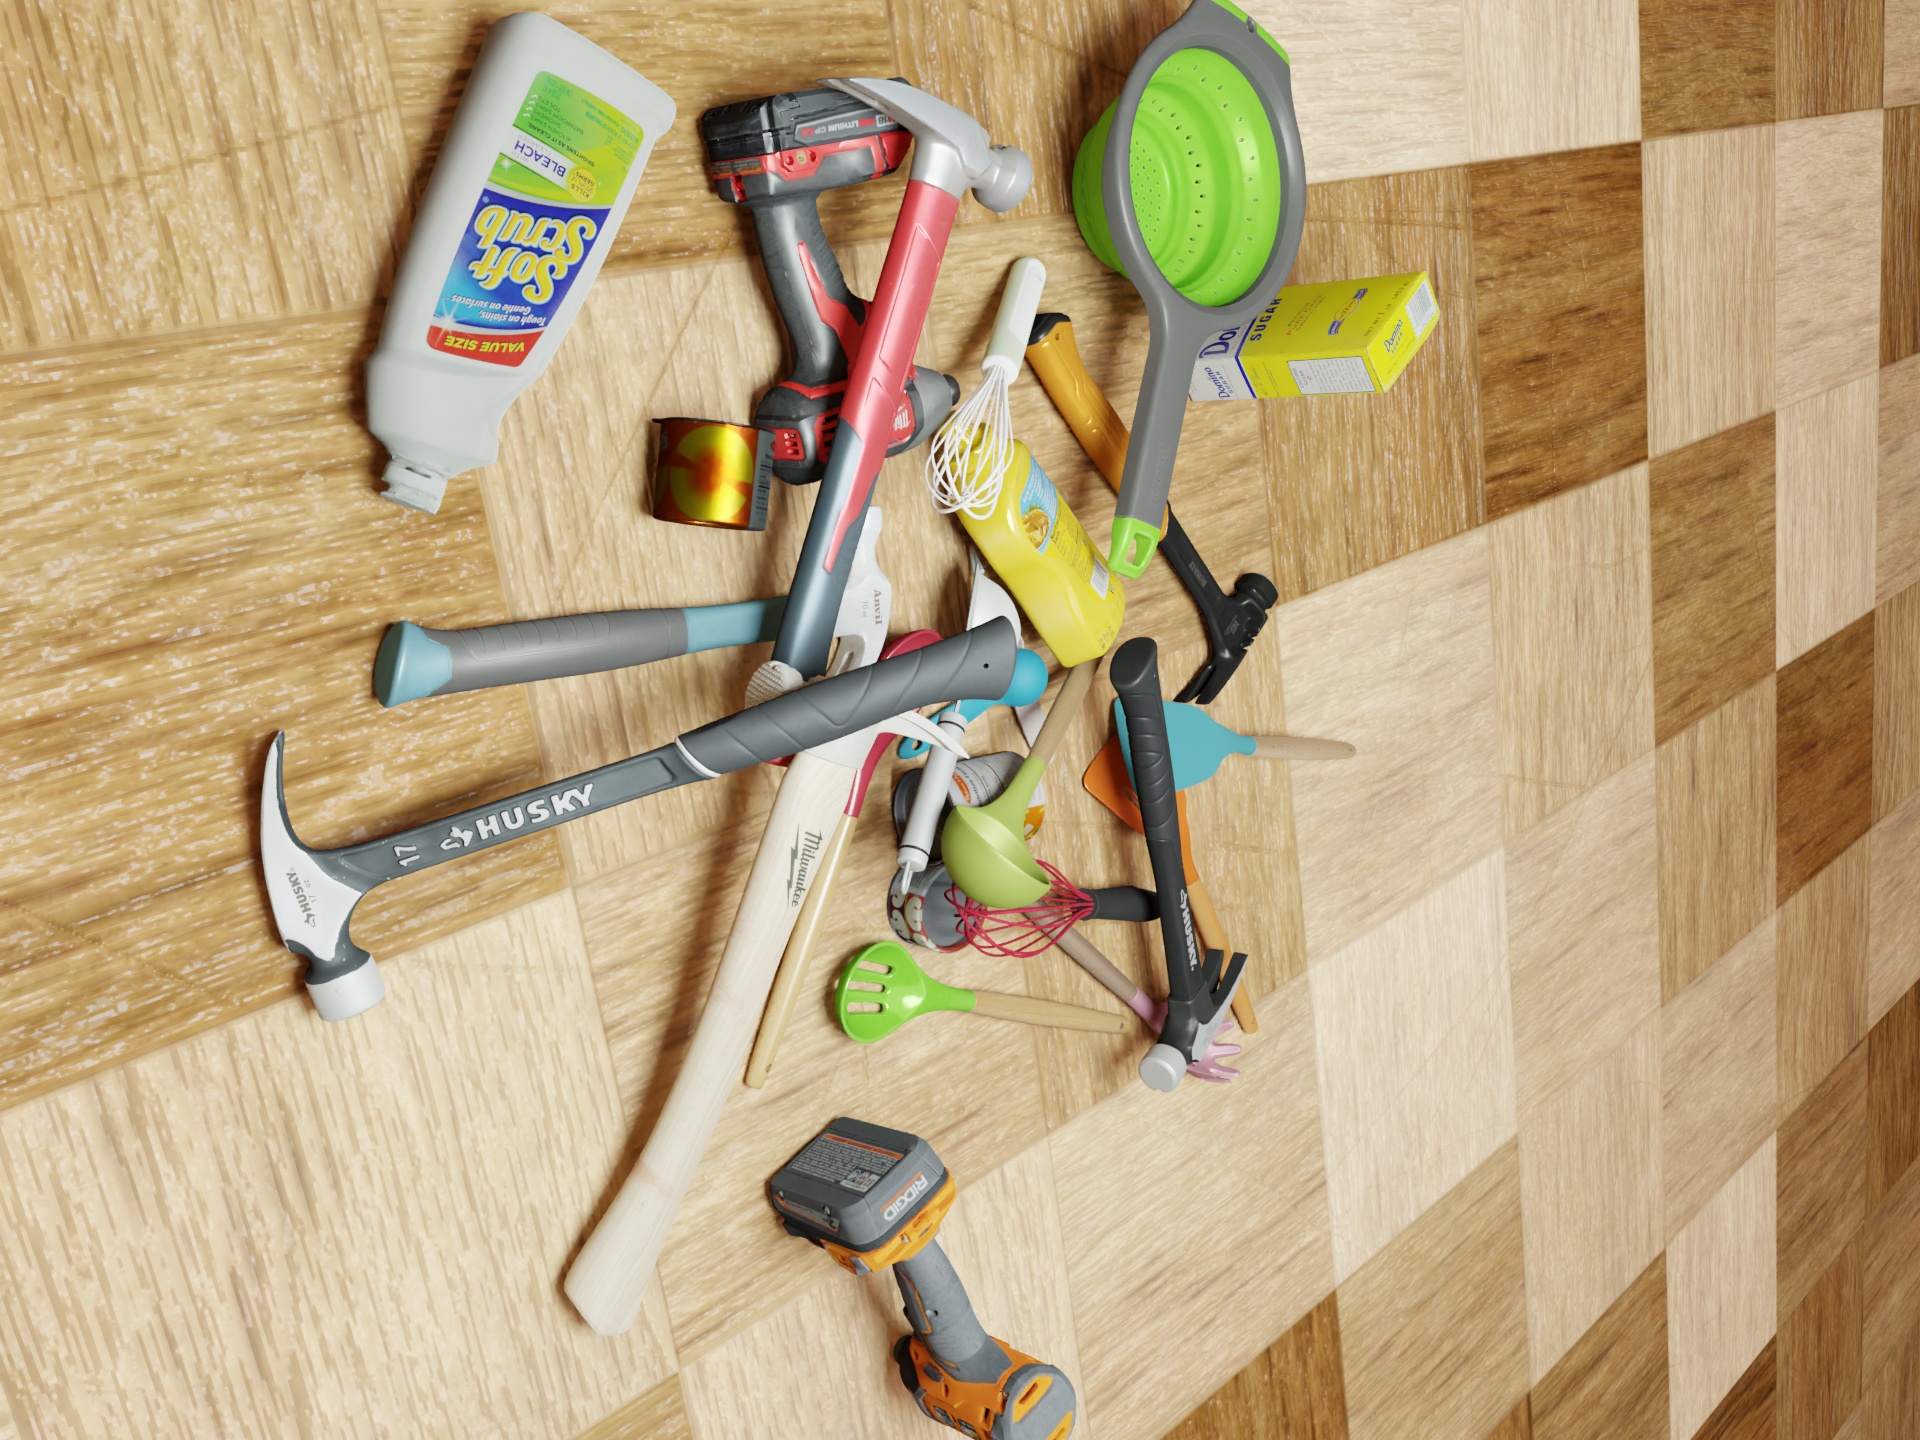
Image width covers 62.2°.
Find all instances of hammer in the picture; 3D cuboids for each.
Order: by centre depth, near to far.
[{"bbox_3d":[-0.160,0.021,0.839,0.409,0.036,0.149,-19,107,-11],"label":"hammer"},{"bbox_3d":[-0.069,-0.162,0.913,0.143,0.038,0.386,11,98,-44],"label":"hammer"},{"bbox_3d":[-0.175,-0.052,0.922,0.331,0.033,0.128,-11,103,-40],"label":"hammer"},{"bbox_3d":[-0.128,0.173,0.942,0.146,0.038,0.410,19,96,-39],"label":"hammer"},{"bbox_3d":[0.154,0.097,1.169,0.146,0.035,0.334,-40,126,-48],"label":"hammer"},{"bbox_3d":[0.132,-0.160,1.180,0.127,0.034,0.336,-55,128,-22],"label":"hammer"}]

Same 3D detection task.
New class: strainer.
[{"bbox_3d":[-0.002,-0.003,1.029,0.086,0.050,0.259,95,10,-62],"label":"strainer"}]

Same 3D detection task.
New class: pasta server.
[{"bbox_3d":[0.122,0.196,1.224,0.315,0.040,0.060,44,42,-35],"label":"pasta server"}]

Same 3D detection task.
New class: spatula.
[{"bbox_3d":[0.185,0.142,1.283,0.081,0.041,0.322,-47,128,-29],"label":"spatula"},{"bbox_3d":[0.239,0.023,1.301,0.317,0.044,0.082,4,69,-50],"label":"spatula"}]

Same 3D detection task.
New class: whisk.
[{"bbox_3d":[0.024,-0.219,1.018,0.057,0.059,0.247,41,45,-30],"label":"whisk"},{"bbox_3d":[0.079,0.130,1.131,0.295,0.073,0.073,10,90,-58],"label":"whisk"}]

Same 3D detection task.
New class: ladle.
[{"bbox_3d":[-0.080,0.086,1.032,0.069,0.031,0.315,29,79,-58],"label":"ladle"},{"bbox_3d":[0.066,0.007,1.071,0.078,0.062,0.320,39,44,-9],"label":"ladle"}]

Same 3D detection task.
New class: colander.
[{"bbox_3d":[0.129,-0.295,1.112,0.204,0.094,0.397,15,85,-43],"label":"colander"}]

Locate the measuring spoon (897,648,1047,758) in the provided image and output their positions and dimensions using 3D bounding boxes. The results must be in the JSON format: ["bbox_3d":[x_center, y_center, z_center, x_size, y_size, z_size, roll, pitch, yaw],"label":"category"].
[{"bbox_3d":[0.013,-0.006,1.092,0.128,0.021,0.042,-33,125,-23],"label":"measuring spoon"}]

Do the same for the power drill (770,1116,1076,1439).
[{"bbox_3d":[-0.032,0.376,1.051,0.084,0.164,0.226,-38,107,-31],"label":"power drill"}]

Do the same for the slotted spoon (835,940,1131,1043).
[{"bbox_3d":[0.022,0.206,1.144,0.313,0.031,0.070,18,85,-44],"label":"slotted spoon"}]

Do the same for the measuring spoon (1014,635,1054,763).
[{"bbox_3d":[0.041,-0.016,1.137,0.034,0.018,0.124,-38,127,-19],"label":"measuring spoon"}]

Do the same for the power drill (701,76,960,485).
[{"bbox_3d":[-0.069,-0.263,0.958,0.143,0.079,0.219,-25,116,-36],"label":"power drill"}]
